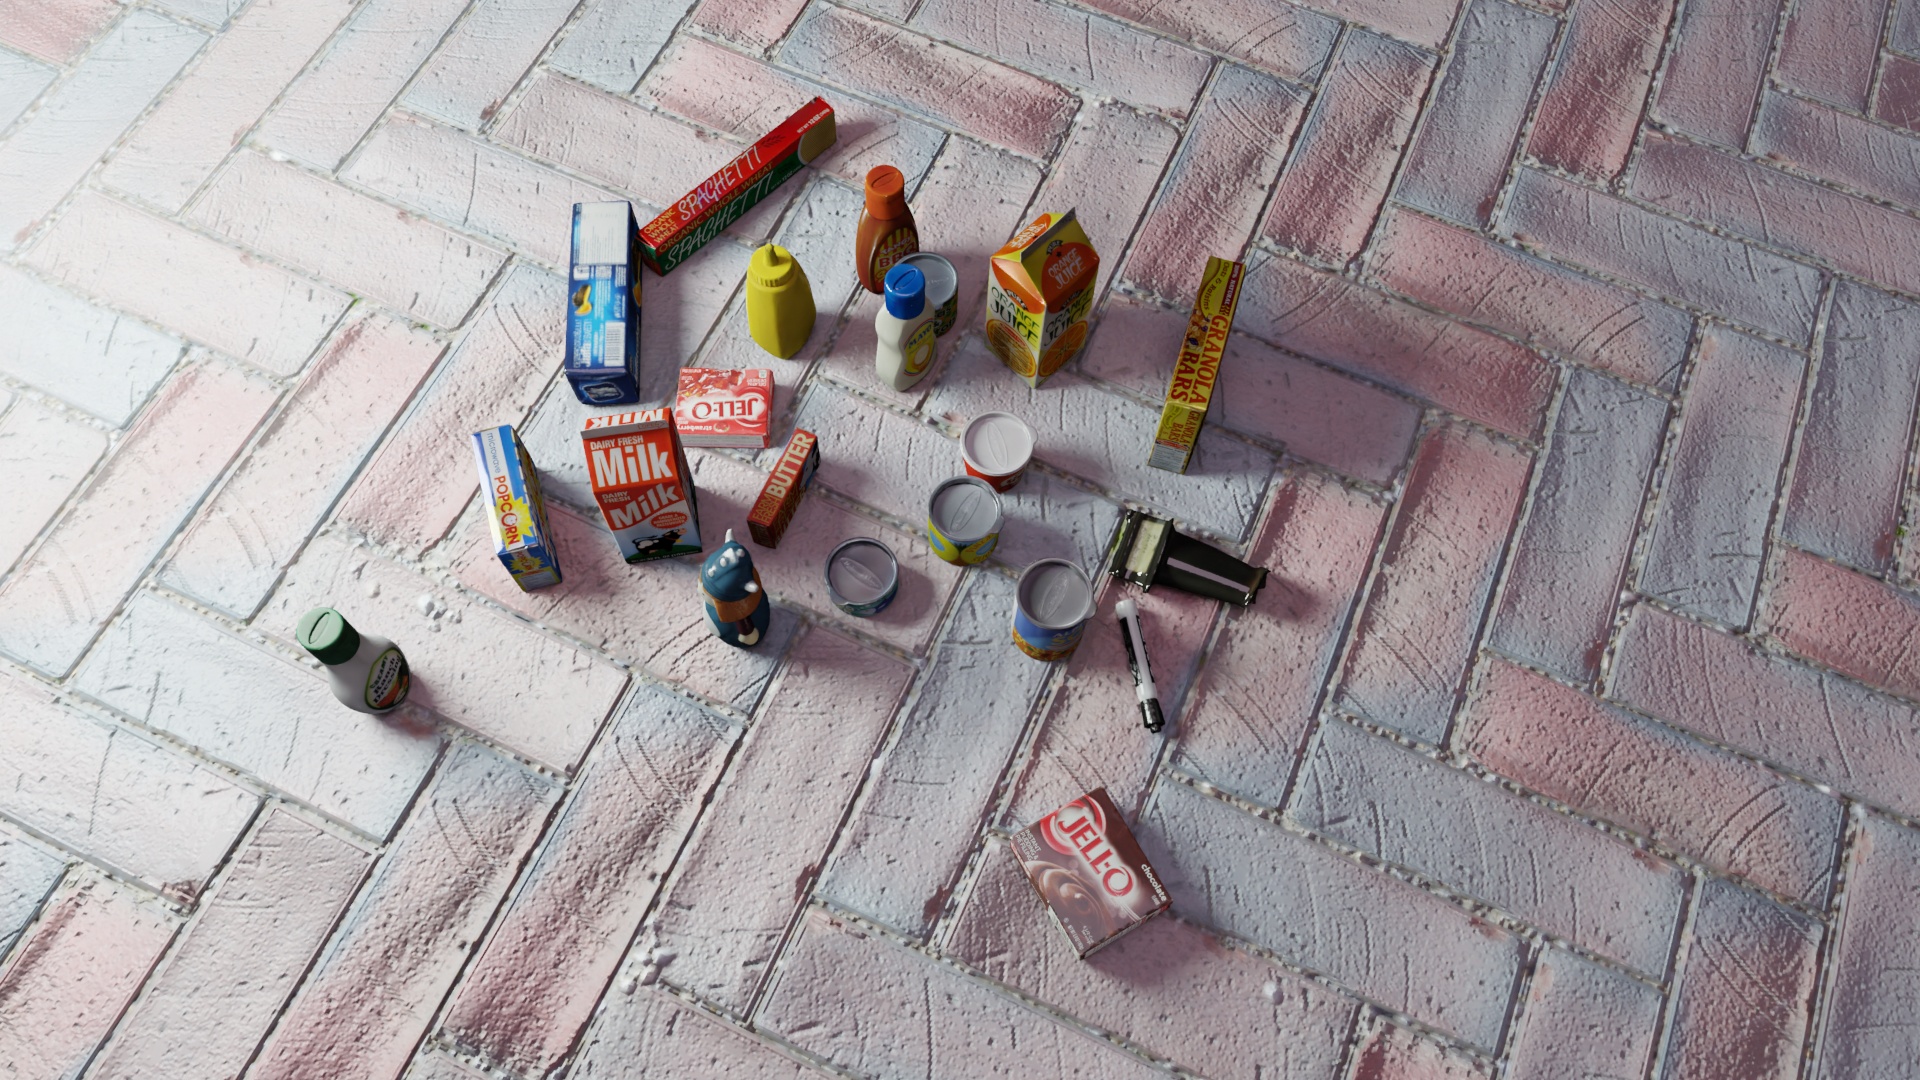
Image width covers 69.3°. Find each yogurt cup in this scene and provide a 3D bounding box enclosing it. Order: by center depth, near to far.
[{"bbox_3d":[0.033,-0.080,1.287,0.072,0.053,0.072,1,65,-1],"label":"yogurt cup"}]

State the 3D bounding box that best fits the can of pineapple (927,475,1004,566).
[{"bbox_3d":[0.004,-0.016,1.255,0.071,0.057,0.071,1,65,-1],"label":"can of pineapple"}]

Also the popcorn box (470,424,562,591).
[{"bbox_3d":[-0.394,-0.029,1.236,0.038,0.085,0.127,-16,67,-9],"label":"popcorn box"}]

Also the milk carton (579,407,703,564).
[{"bbox_3d":[-0.272,-0.054,1.192,0.072,0.189,0.074,-9,66,-5],"label":"milk carton"}]

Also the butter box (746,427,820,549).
[{"bbox_3d":[-0.160,-0.047,1.268,0.024,0.053,0.104,22,67,8],"label":"butter box"}]

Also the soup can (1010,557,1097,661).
[{"bbox_3d":[0.081,0.063,1.206,0.071,0.083,0.071,1,66,-1],"label":"soup can"}]

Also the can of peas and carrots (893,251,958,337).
[{"bbox_3d":[-0.034,-0.236,1.355,0.071,0.058,0.071,1,65,-1],"label":"can of peas and carrots"}]

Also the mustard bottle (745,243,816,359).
[{"bbox_3d":[-0.170,-0.232,1.294,0.049,0.159,0.065,31,69,12],"label":"mustard bottle"}]

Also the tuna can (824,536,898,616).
[{"bbox_3d":[-0.090,0.035,1.243,0.071,0.032,0.071,1,65,-1],"label":"tuna can"}]

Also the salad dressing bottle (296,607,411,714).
[{"bbox_3d":[-0.498,0.098,1.140,0.044,0.147,0.064,18,66,7],"label":"salad dressing bottle"}]

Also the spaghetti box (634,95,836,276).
[{"bbox_3d":[-0.224,-0.361,1.413,0.029,0.050,0.251,41,71,16],"label":"spaghetti box"}]

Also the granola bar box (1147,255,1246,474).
[{"bbox_3d":[0.220,-0.161,1.291,0.039,0.123,0.166,16,66,6],"label":"granola bar box"}]

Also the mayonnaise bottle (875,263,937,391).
[{"bbox_3d":[-0.050,-0.199,1.288,0.041,0.147,0.065,40,71,15],"label":"mayonnaise bottle"}]

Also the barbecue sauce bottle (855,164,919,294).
[{"bbox_3d":[-0.071,-0.300,1.334,0.065,0.148,0.044,-32,70,-15],"label":"barbecue sauce bottle"}]

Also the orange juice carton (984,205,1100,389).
[{"bbox_3d":[0.074,-0.229,1.281,0.072,0.192,0.073,-42,73,-18],"label":"orange juice carton"}]
